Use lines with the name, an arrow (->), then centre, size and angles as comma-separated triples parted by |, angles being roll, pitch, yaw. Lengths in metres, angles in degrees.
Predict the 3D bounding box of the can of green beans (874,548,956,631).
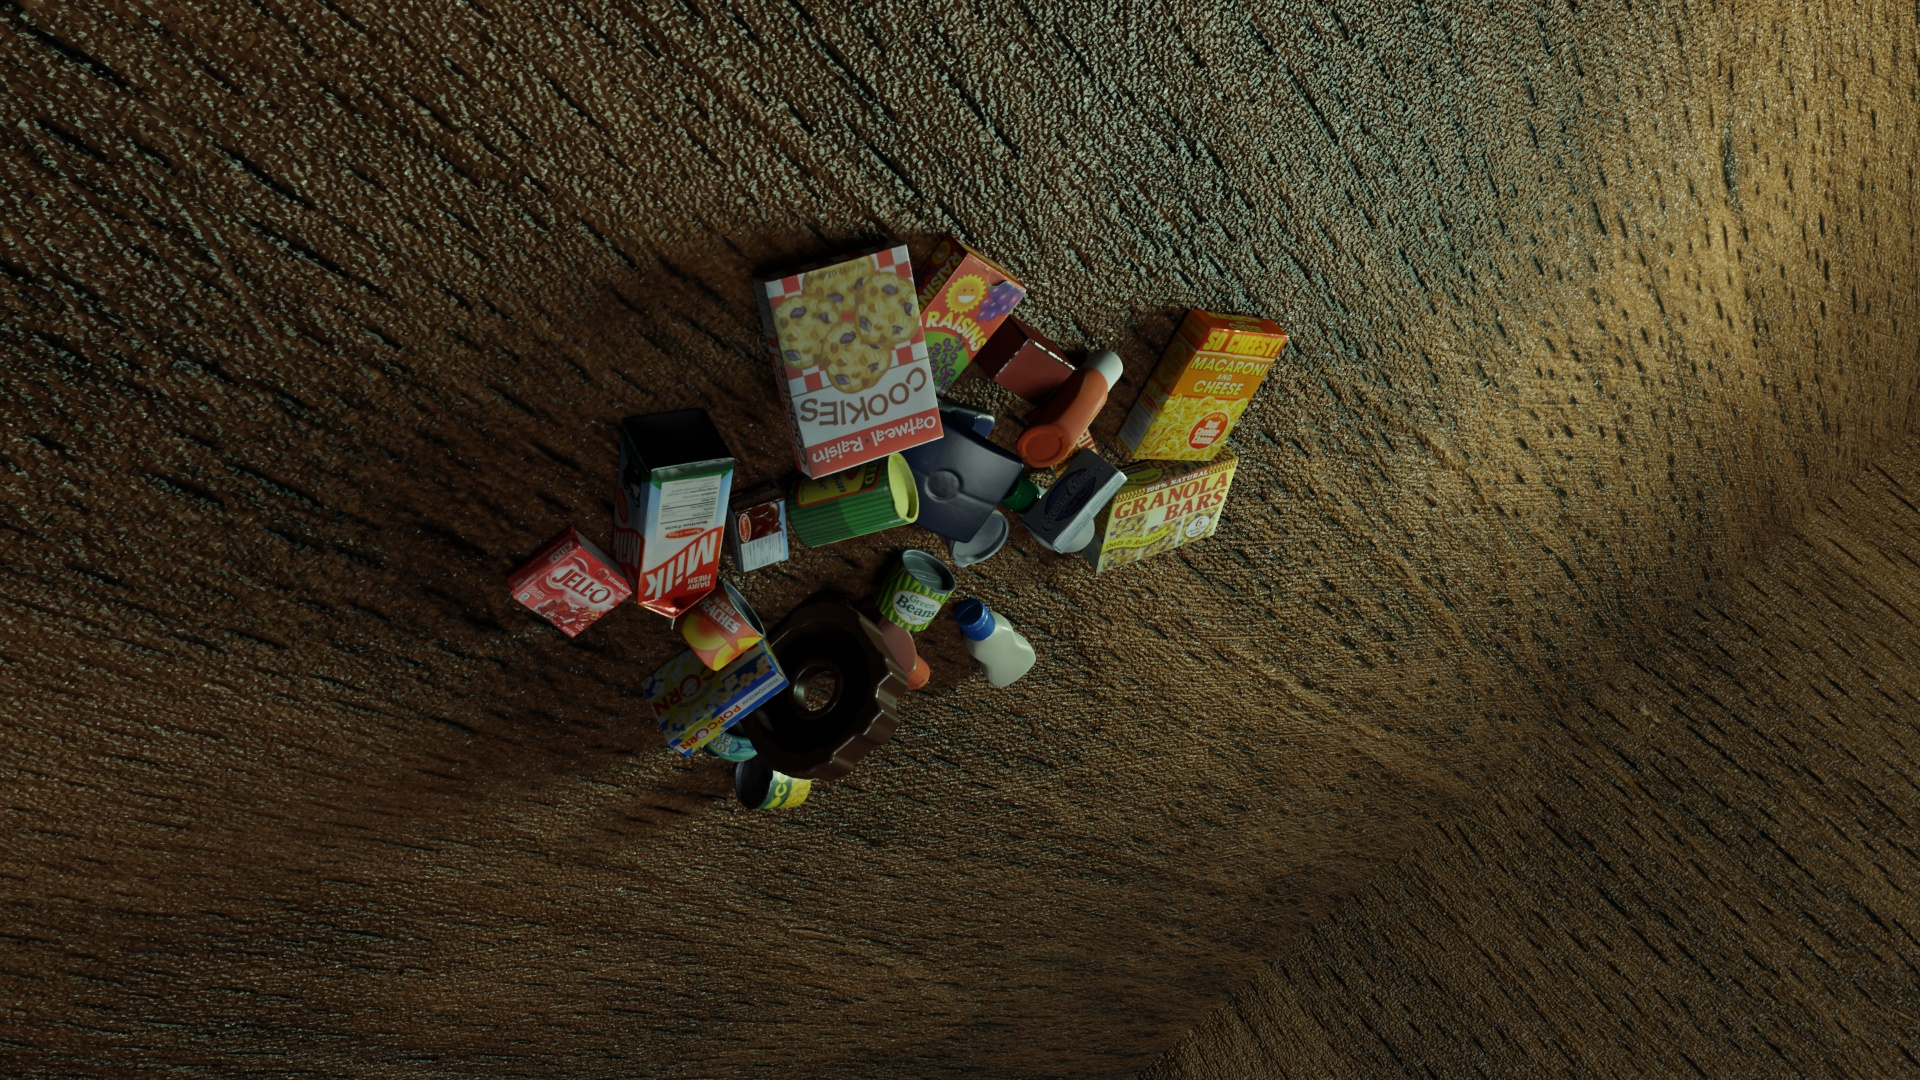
can of green beans -> -0.047, 0.051, 1.427 | 0.071, 0.071, 0.057 | 9, 125, -44

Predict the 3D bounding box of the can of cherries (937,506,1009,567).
can of cherries -> 0.005, -0.018, 1.401 | 0.072, 0.058, 0.071 | -23, 142, -19

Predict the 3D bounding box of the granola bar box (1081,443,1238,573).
granola bar box -> 0.223, -0.039, 1.567 | 0.166, 0.039, 0.123 | -17, 140, -24

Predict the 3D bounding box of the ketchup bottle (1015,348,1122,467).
ketchup bottle -> 0.108, -0.130, 1.316 | 0.064, 0.043, 0.149 | -28, -162, 46

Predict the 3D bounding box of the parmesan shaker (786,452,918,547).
parmesan shaker -> -0.098, -0.035, 1.257 | 0.103, 0.071, 0.071 | -14, 147, 17

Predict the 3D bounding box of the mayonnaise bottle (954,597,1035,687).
mayonnaise bottle -> 0.036, 0.114, 1.585 | 0.065, 0.041, 0.147 | -37, 142, -1

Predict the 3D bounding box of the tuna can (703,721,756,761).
tuna can -> -0.235, 0.194, 1.431 | 0.071, 0.071, 0.032 | -2, 130, -37

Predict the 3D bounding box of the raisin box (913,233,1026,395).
raisin box -> -0.013, -0.195, 1.209 | 0.086, 0.040, 0.123 | 21, 115, -48

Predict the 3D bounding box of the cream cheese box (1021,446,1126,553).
cream cheese box -> 0.115, -0.041, 1.407 | 0.104, 0.053, 0.024 | -48, 140, -3

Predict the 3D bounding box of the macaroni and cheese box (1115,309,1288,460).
macaroni and cheese box -> 0.252, -0.161, 1.457 | 0.124, 0.040, 0.165 | -1, 132, -38

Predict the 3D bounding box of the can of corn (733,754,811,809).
can of corn -> -0.205, 0.261, 1.528 | 0.058, 0.071, 0.071 | 8, 125, -45

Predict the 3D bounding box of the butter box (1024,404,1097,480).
butter box -> 0.105, -0.104, 1.415 | 0.053, 0.024, 0.103 | -34, 143, -2

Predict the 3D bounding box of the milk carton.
milk carton -> -0.250, -0.014, 1.189 | 0.074, 0.072, 0.189 | -11, 136, -30

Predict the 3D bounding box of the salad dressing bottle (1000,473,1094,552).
salad dressing bottle -> 0.087, -0.033, 1.463 | 0.064, 0.044, 0.147 | -46, 141, 11

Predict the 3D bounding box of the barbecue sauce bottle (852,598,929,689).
barbecue sauce bottle -> -0.077, 0.118, 1.495 | 0.065, 0.044, 0.148 | -42, 144, -2

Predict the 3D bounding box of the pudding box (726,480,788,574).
pudding box -> -0.186, -0.012, 1.277 | 0.050, 0.030, 0.083 | -19, 140, -20

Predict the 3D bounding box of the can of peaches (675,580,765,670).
can of peaches -> -0.228, 0.081, 1.313 | 0.058, 0.071, 0.071 | -36, 144, 1

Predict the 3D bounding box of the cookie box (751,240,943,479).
cookie box -> -0.090, -0.148, 1.139 | 0.123, 0.040, 0.166 | -19, 113, -20

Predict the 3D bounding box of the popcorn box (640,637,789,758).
popcorn box -> -0.239, 0.139, 1.353 | 0.127, 0.085, 0.038 | -35, 142, 0
